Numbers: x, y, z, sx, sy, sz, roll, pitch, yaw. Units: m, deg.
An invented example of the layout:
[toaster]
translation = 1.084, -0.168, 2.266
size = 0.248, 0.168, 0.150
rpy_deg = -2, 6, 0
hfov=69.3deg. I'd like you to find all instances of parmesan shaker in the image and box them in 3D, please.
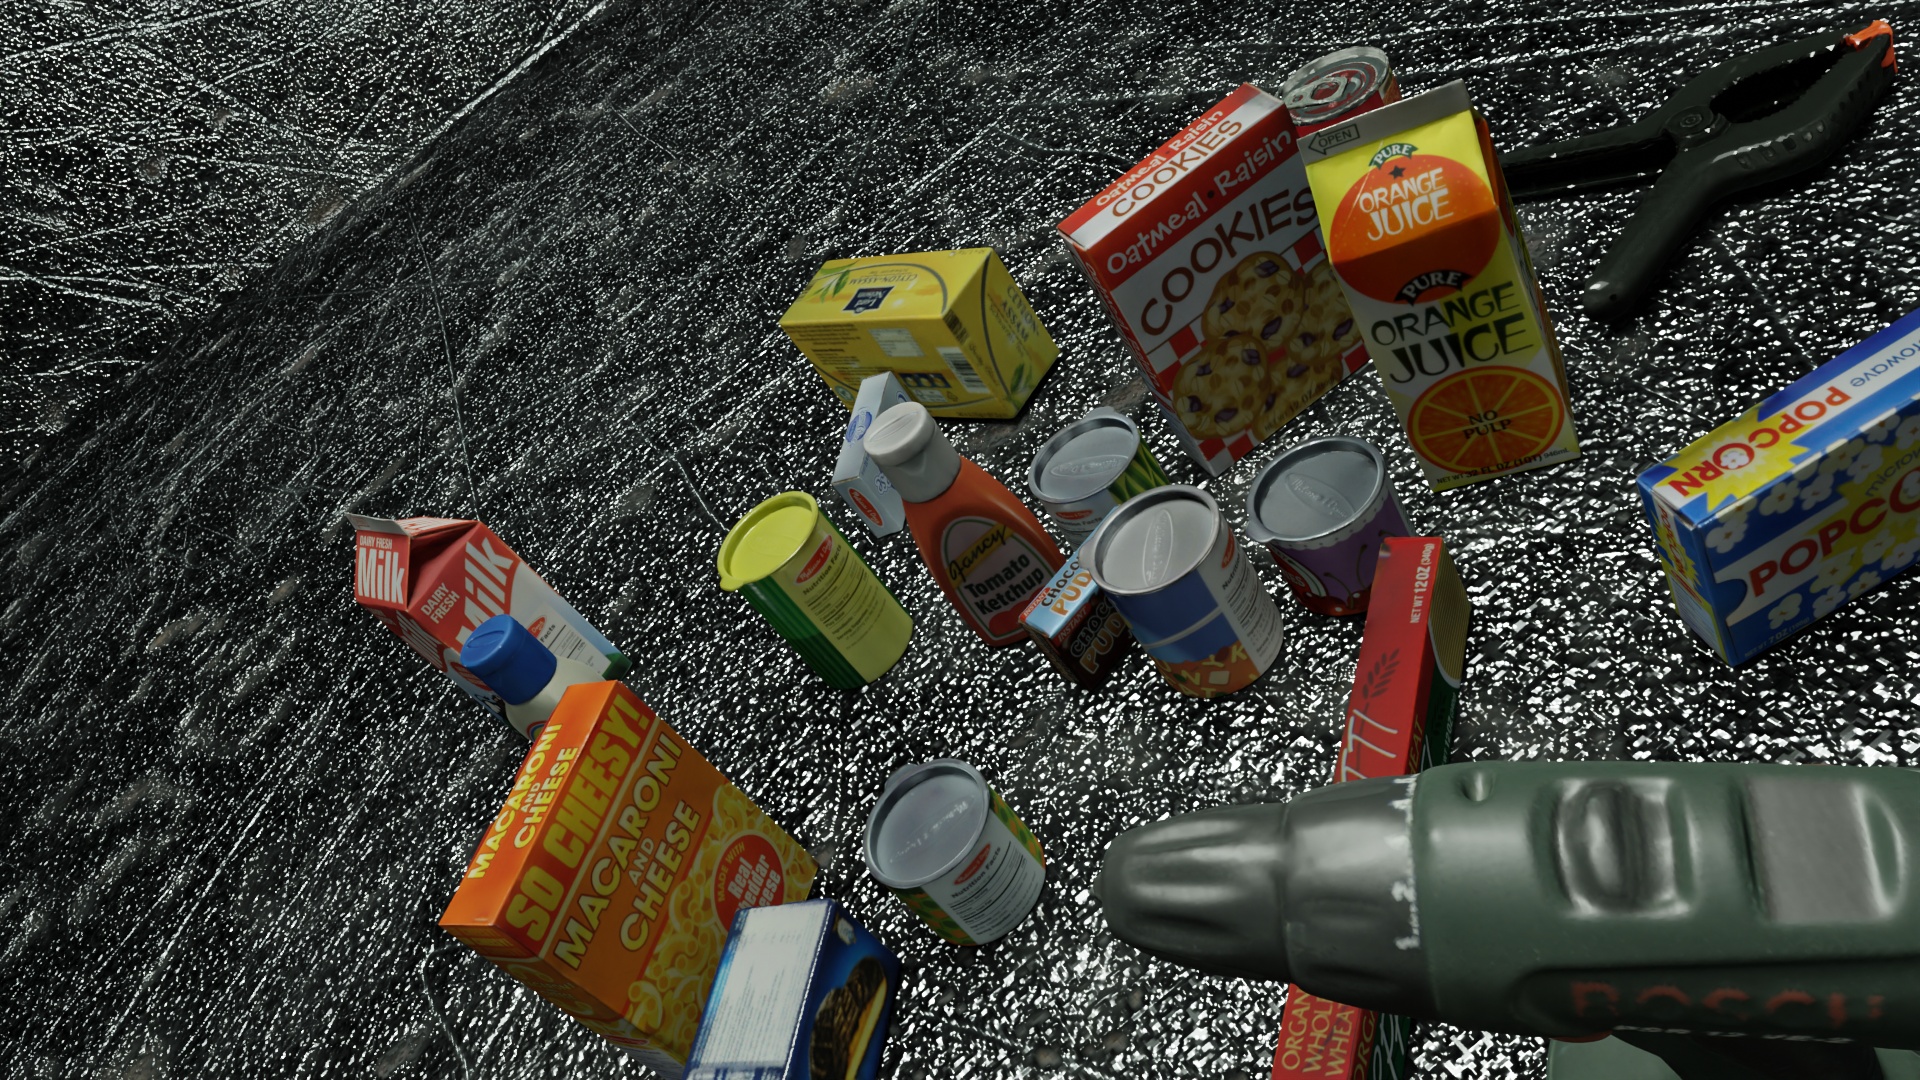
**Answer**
[parmesan shaker]
translation = -0.083, 0.032, 0.792
size = 0.071, 0.102, 0.072
rpy_deg = -22, 38, 19

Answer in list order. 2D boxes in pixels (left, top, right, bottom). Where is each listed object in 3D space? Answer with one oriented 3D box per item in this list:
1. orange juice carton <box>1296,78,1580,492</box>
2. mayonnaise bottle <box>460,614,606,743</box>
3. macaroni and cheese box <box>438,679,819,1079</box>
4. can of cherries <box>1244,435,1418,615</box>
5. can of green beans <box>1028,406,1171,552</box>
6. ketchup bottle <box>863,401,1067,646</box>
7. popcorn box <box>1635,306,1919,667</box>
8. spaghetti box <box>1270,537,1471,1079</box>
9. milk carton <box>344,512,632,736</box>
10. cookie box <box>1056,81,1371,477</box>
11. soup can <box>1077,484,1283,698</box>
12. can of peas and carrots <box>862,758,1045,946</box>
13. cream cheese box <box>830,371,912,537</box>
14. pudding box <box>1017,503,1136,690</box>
[orange juice carton]
translation = 0.219, -0.117, 0.631
size = 0.071, 0.192, 0.073
rpy_deg = -15, 41, 27
[mayonnaise bottle]
translation = -0.221, 0.101, 0.791
size = 0.064, 0.147, 0.041
rpy_deg = -15, 41, 27
[macaroni and cheese box]
translation = -0.145, 0.163, 0.645
size = 0.040, 0.166, 0.124
rpy_deg = -10, 44, 33
[can of cherries]
translation = 0.175, -0.005, 0.658
size = 0.071, 0.058, 0.072
rpy_deg = -22, 38, 19
[can of green beans]
translation = 0.080, -0.027, 0.761
size = 0.071, 0.057, 0.071
rpy_deg = -22, 38, 19
[ketchup bottle]
translation = 0.003, -0.009, 0.728
size = 0.064, 0.148, 0.044
rpy_deg = -32, 36, 8
[popcorn box]
translation = 0.329, -0.020, 0.524
size = 0.126, 0.085, 0.038
rpy_deg = -32, 36, 6
[spaghetti box]
translation = 0.167, 0.108, 0.547
size = 0.028, 0.050, 0.251
rpy_deg = -6, 46, 35
[milk carton]
translation = -0.308, 0.047, 0.887
size = 0.072, 0.190, 0.074
rpy_deg = 4, 53, 43
[cookie box]
translation = 0.142, -0.134, 0.735
size = 0.123, 0.167, 0.040
rpy_deg = -37, 36, 0
[soup can]
translation = 0.106, 0.025, 0.660
size = 0.071, 0.083, 0.072
rpy_deg = -22, 38, 19
[can of peas and carrots]
translation = -0.003, 0.143, 0.642
size = 0.071, 0.058, 0.071
rpy_deg = -22, 38, 19
[cream cheese box]
translation = -0.051, -0.057, 0.905
size = 0.024, 0.053, 0.104
rpy_deg = -16, 41, 27
[pudding box]
translation = 0.074, 0.028, 0.712
size = 0.084, 0.049, 0.030
rpy_deg = -47, 37, -14
